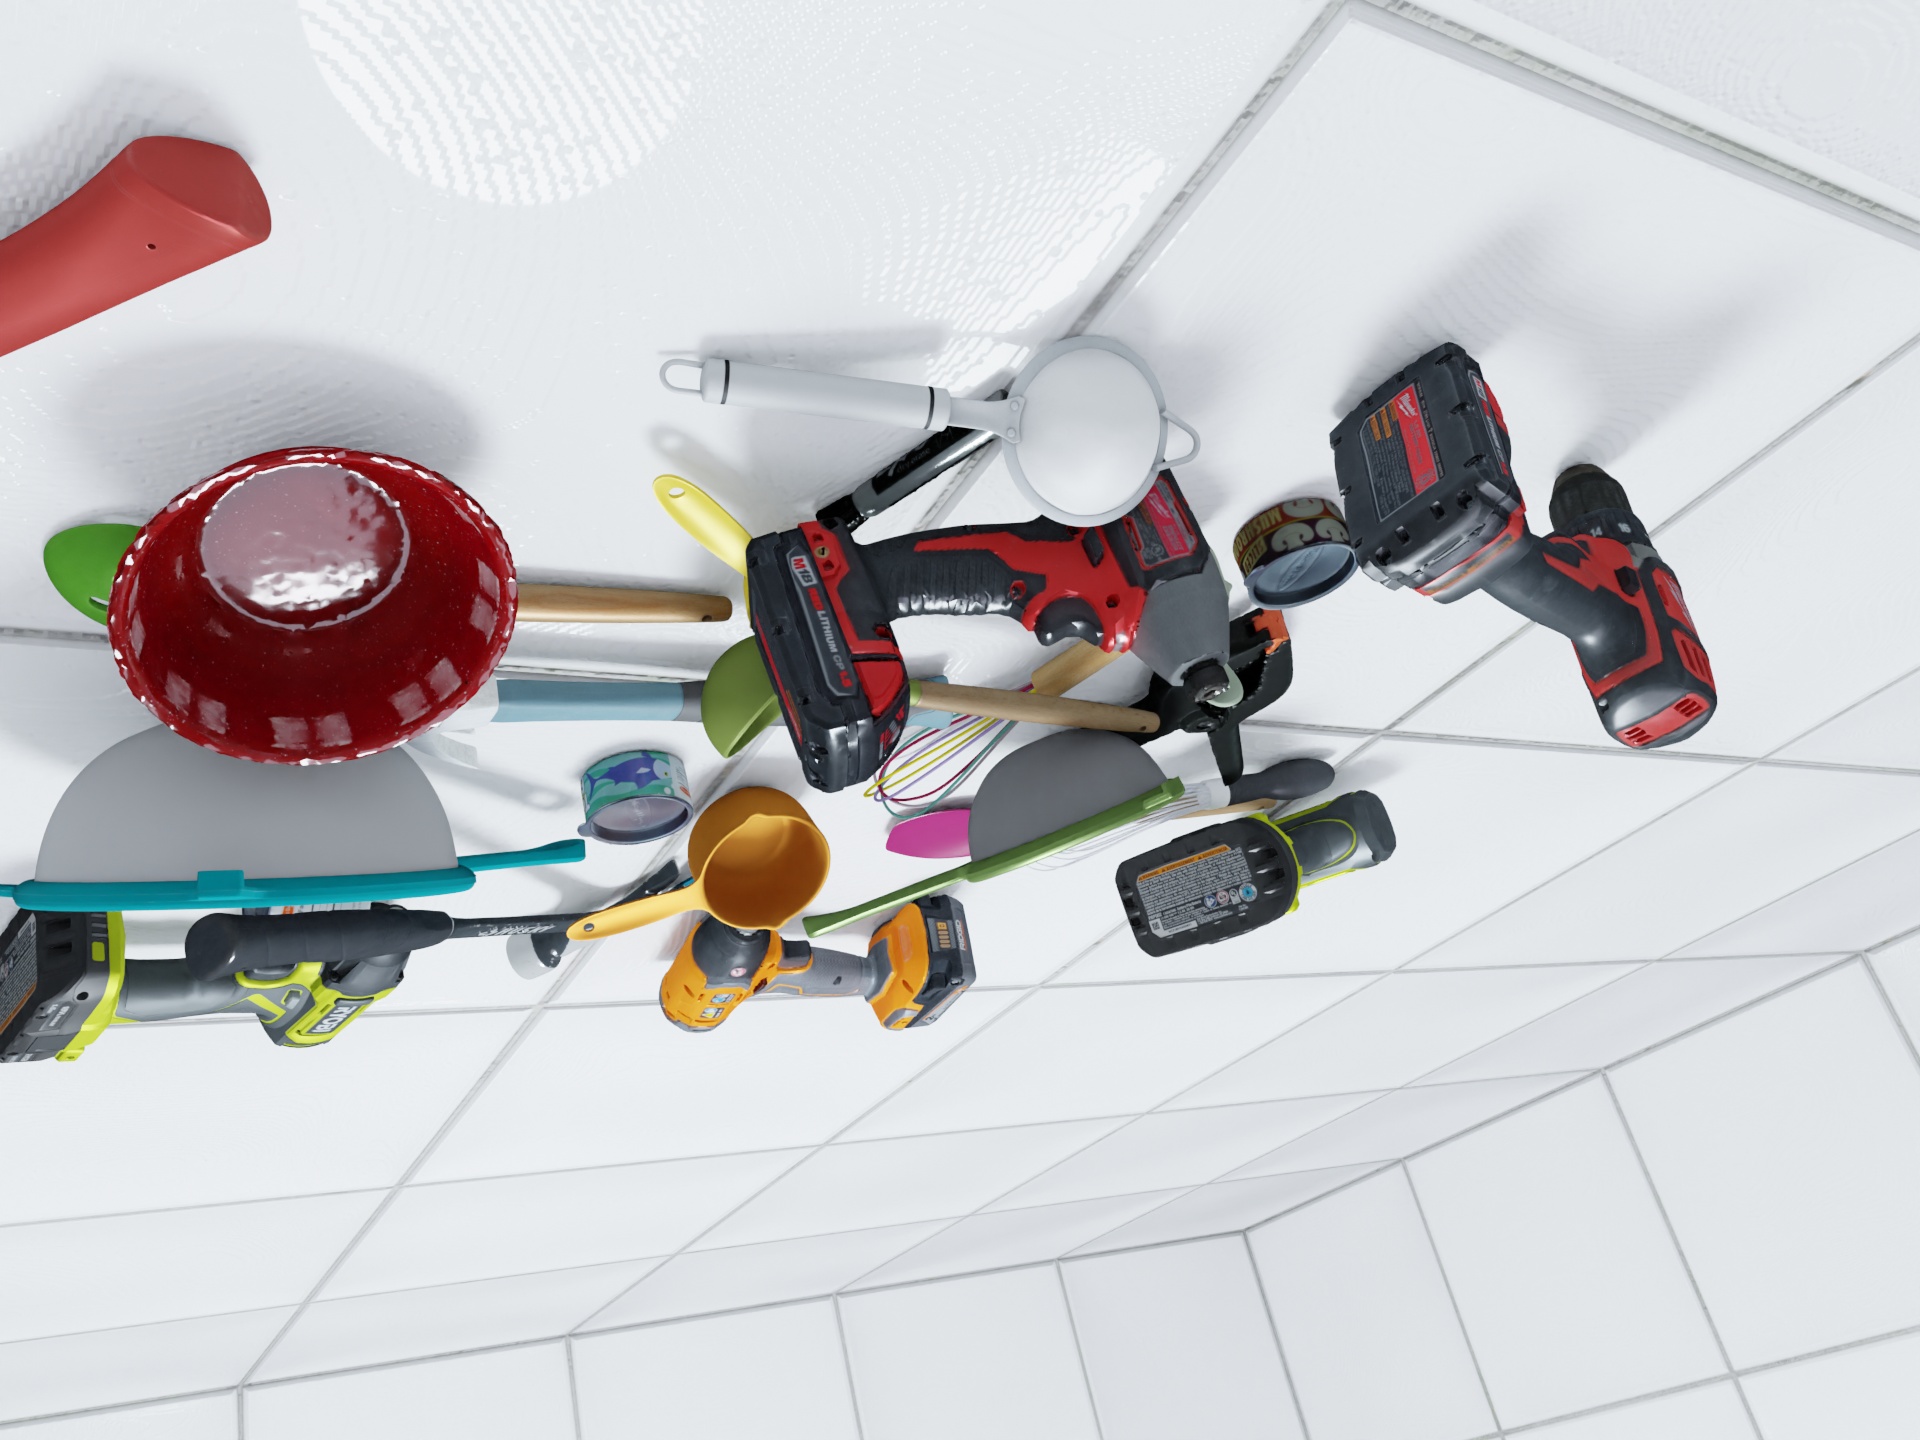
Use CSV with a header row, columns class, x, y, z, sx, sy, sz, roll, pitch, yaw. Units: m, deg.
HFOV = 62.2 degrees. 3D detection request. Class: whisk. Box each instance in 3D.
class,x,y,z,sx,sy,sz,roll,pitch,yaw
whisk,0.032,-0.008,0.986,0.245,0.051,0.047,-33,142,26
whisk,0.158,0.060,1.164,0.284,0.070,0.070,-8,153,-24

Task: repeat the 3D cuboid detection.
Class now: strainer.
class,x,y,z,sx,sy,sz,roll,pitch,yaw
strainer,-0.323,0.044,0.855,0.211,0.095,0.340,-3,178,28
strainer,0.012,0.064,1.009,0.256,0.069,0.151,-21,178,0
strainer,-0.003,-0.136,0.704,0.258,0.087,0.050,4,-172,-16

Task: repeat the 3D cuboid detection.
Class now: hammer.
class,x,y,z,sx,sy,sz,roll,pitch,yaw
hammer,-0.304,0.125,0.956,0.149,0.036,0.408,-25,169,12
hammer,-0.403,-0.114,0.568,0.359,0.037,0.149,-19,153,9
hammer,-0.145,-0.011,0.883,0.330,0.033,0.128,0,160,-32

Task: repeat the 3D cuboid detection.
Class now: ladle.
class,x,y,z,sx,sy,sz,roll,pitch,yaw
ladle,-0.001,-0.003,0.895,0.320,0.062,0.078,6,141,-37

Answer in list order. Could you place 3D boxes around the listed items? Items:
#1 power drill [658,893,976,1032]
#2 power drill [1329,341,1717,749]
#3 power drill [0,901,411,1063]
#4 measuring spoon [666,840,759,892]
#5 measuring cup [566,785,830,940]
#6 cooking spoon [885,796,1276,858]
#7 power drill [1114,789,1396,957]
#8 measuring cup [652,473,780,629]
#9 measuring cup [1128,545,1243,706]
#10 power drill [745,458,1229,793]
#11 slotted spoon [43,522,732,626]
class,x,y,z,sx,sy,sz,roll,pitch,yaw
power drill,-0.107,0.186,1.244,0.226,0.084,0.164,3,148,-24
power drill,0.300,-0.102,0.837,0.226,0.188,0.080,28,134,-28
power drill,-0.473,0.157,1.010,0.223,0.080,0.171,7,147,-44
measuring spoon,-0.182,0.103,1.121,0.042,0.021,0.128,7,155,-33
measuring cup,-0.173,0.098,1.029,0.173,0.052,0.095,-17,125,-15
cooking spoon,0.097,0.072,1.196,0.318,0.017,0.068,-4,146,-20
power drill,0.214,0.118,1.232,0.190,0.080,0.228,-24,171,31
measuring cup,-0.105,-0.089,0.780,0.062,0.029,0.156,-23,150,16
measuring cup,0.111,-0.055,0.823,0.083,0.168,0.038,-21,116,0
power drill,0.019,-0.050,0.757,0.219,0.143,0.078,-18,158,-13
slotted spoon,-0.257,-0.059,0.759,0.313,0.031,0.070,0,146,-30
